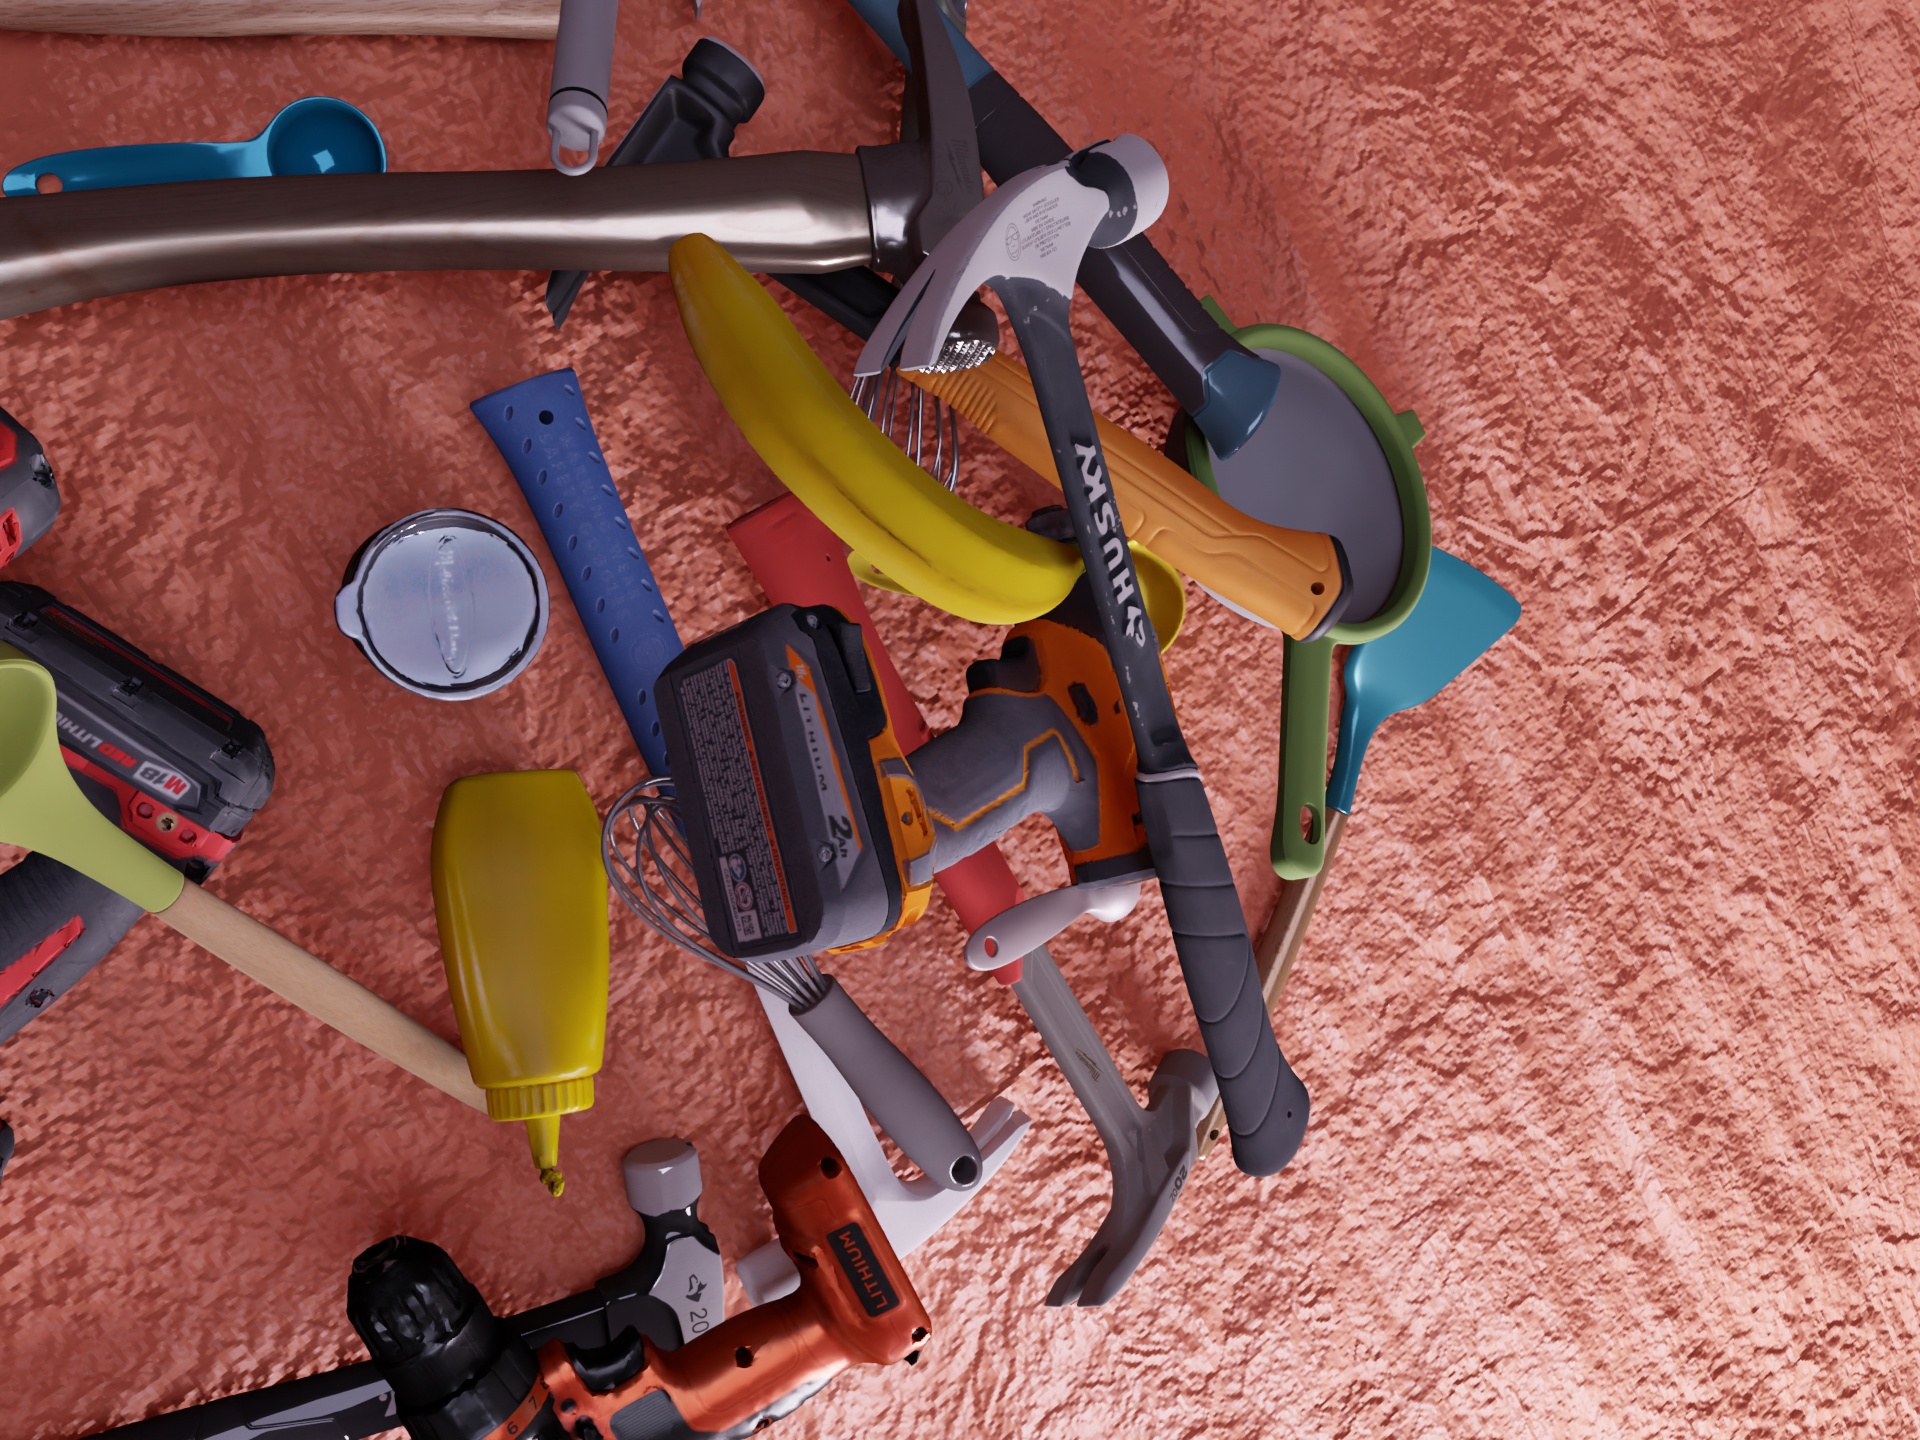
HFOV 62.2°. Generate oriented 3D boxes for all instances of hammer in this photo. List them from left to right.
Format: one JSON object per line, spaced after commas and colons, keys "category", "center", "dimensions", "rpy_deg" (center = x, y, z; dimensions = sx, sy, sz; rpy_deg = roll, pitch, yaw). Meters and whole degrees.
{"category": "hammer", "center": [-0.302, -0.249, 0.545], "dimensions": [0.331, 0.031, 0.130], "rpy_deg": [-10, 99, -23]}
{"category": "hammer", "center": [-0.254, 0.275, 0.615], "dimensions": [0.334, 0.035, 0.146], "rpy_deg": [-10, 98, -23]}
{"category": "hammer", "center": [-0.194, -0.184, 0.558], "dimensions": [0.410, 0.038, 0.146], "rpy_deg": [-7, 86, -12]}
{"category": "hammer", "center": [-0.094, 0.051, 0.664], "dimensions": [0.144, 0.035, 0.405], "rpy_deg": [-26, 105, -19]}
{"category": "hammer", "center": [0.000, 0.069, 0.682], "dimensions": [0.359, 0.037, 0.149], "rpy_deg": [60, 40, -13]}
{"category": "hammer", "center": [0.005, -0.126, 0.629], "dimensions": [0.337, 0.034, 0.127], "rpy_deg": [32, 82, -3]}
{"category": "hammer", "center": [0.014, -0.243, 0.641], "dimensions": [0.128, 0.033, 0.331], "rpy_deg": [-42, 94, -11]}
{"category": "hammer", "center": [0.071, 0.007, 0.591], "dimensions": [0.149, 0.036, 0.408], "rpy_deg": [-40, 122, -40]}

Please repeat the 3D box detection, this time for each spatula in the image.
{"category": "spatula", "center": [0.180, 0.070, 0.782], "dimensions": [0.082, 0.044, 0.317], "rpy_deg": [25, 86, -30]}

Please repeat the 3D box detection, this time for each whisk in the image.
{"category": "whisk", "center": [-0.061, 0.114, 0.640], "dimensions": [0.055, 0.055, 0.238], "rpy_deg": [-43, 114, -14]}
{"category": "whisk", "center": [-0.019, -0.196, 0.671], "dimensions": [0.057, 0.059, 0.246], "rpy_deg": [7, 88, -61]}

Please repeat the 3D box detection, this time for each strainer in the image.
{"category": "strainer", "center": [-0.130, -0.287, 0.568], "dimensions": [0.087, 0.050, 0.259], "rpy_deg": [4, 61, -12]}
{"category": "strainer", "center": [0.136, -0.050, 0.710], "dimensions": [0.151, 0.069, 0.256], "rpy_deg": [19, 66, -30]}

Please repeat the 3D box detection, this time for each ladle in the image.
{"category": "ladle", "center": [-0.237, 0.075, 0.521], "dimensions": [0.078, 0.062, 0.319], "rpy_deg": [-46, 139, -10]}

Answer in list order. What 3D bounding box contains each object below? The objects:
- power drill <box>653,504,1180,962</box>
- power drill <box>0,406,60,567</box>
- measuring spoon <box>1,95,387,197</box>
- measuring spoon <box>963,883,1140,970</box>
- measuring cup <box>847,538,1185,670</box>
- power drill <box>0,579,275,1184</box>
{"category": "power drill", "center": [-0.001, -0.002, 0.620], "dimensions": [0.226, 0.084, 0.164], "rpy_deg": [-9, 84, -44]}
{"category": "power drill", "center": [-0.401, -0.081, 0.430], "dimensions": [0.226, 0.080, 0.188], "rpy_deg": [40, 47, -7]}
{"category": "measuring spoon", "center": [-0.274, -0.198, 0.575], "dimensions": [0.128, 0.021, 0.042], "rpy_deg": [-11, 100, -13]}
{"category": "measuring spoon", "center": [0.044, 0.082, 0.684], "dimensions": [0.124, 0.018, 0.034], "rpy_deg": [-19, 90, -50]}
{"category": "measuring cup", "center": [0.024, -0.060, 0.716], "dimensions": [0.156, 0.029, 0.062], "rpy_deg": [8, 95, -12]}
{"category": "power drill", "center": [-0.349, 0.067, 0.534], "dimensions": [0.143, 0.079, 0.220], "rpy_deg": [37, 83, -22]}
